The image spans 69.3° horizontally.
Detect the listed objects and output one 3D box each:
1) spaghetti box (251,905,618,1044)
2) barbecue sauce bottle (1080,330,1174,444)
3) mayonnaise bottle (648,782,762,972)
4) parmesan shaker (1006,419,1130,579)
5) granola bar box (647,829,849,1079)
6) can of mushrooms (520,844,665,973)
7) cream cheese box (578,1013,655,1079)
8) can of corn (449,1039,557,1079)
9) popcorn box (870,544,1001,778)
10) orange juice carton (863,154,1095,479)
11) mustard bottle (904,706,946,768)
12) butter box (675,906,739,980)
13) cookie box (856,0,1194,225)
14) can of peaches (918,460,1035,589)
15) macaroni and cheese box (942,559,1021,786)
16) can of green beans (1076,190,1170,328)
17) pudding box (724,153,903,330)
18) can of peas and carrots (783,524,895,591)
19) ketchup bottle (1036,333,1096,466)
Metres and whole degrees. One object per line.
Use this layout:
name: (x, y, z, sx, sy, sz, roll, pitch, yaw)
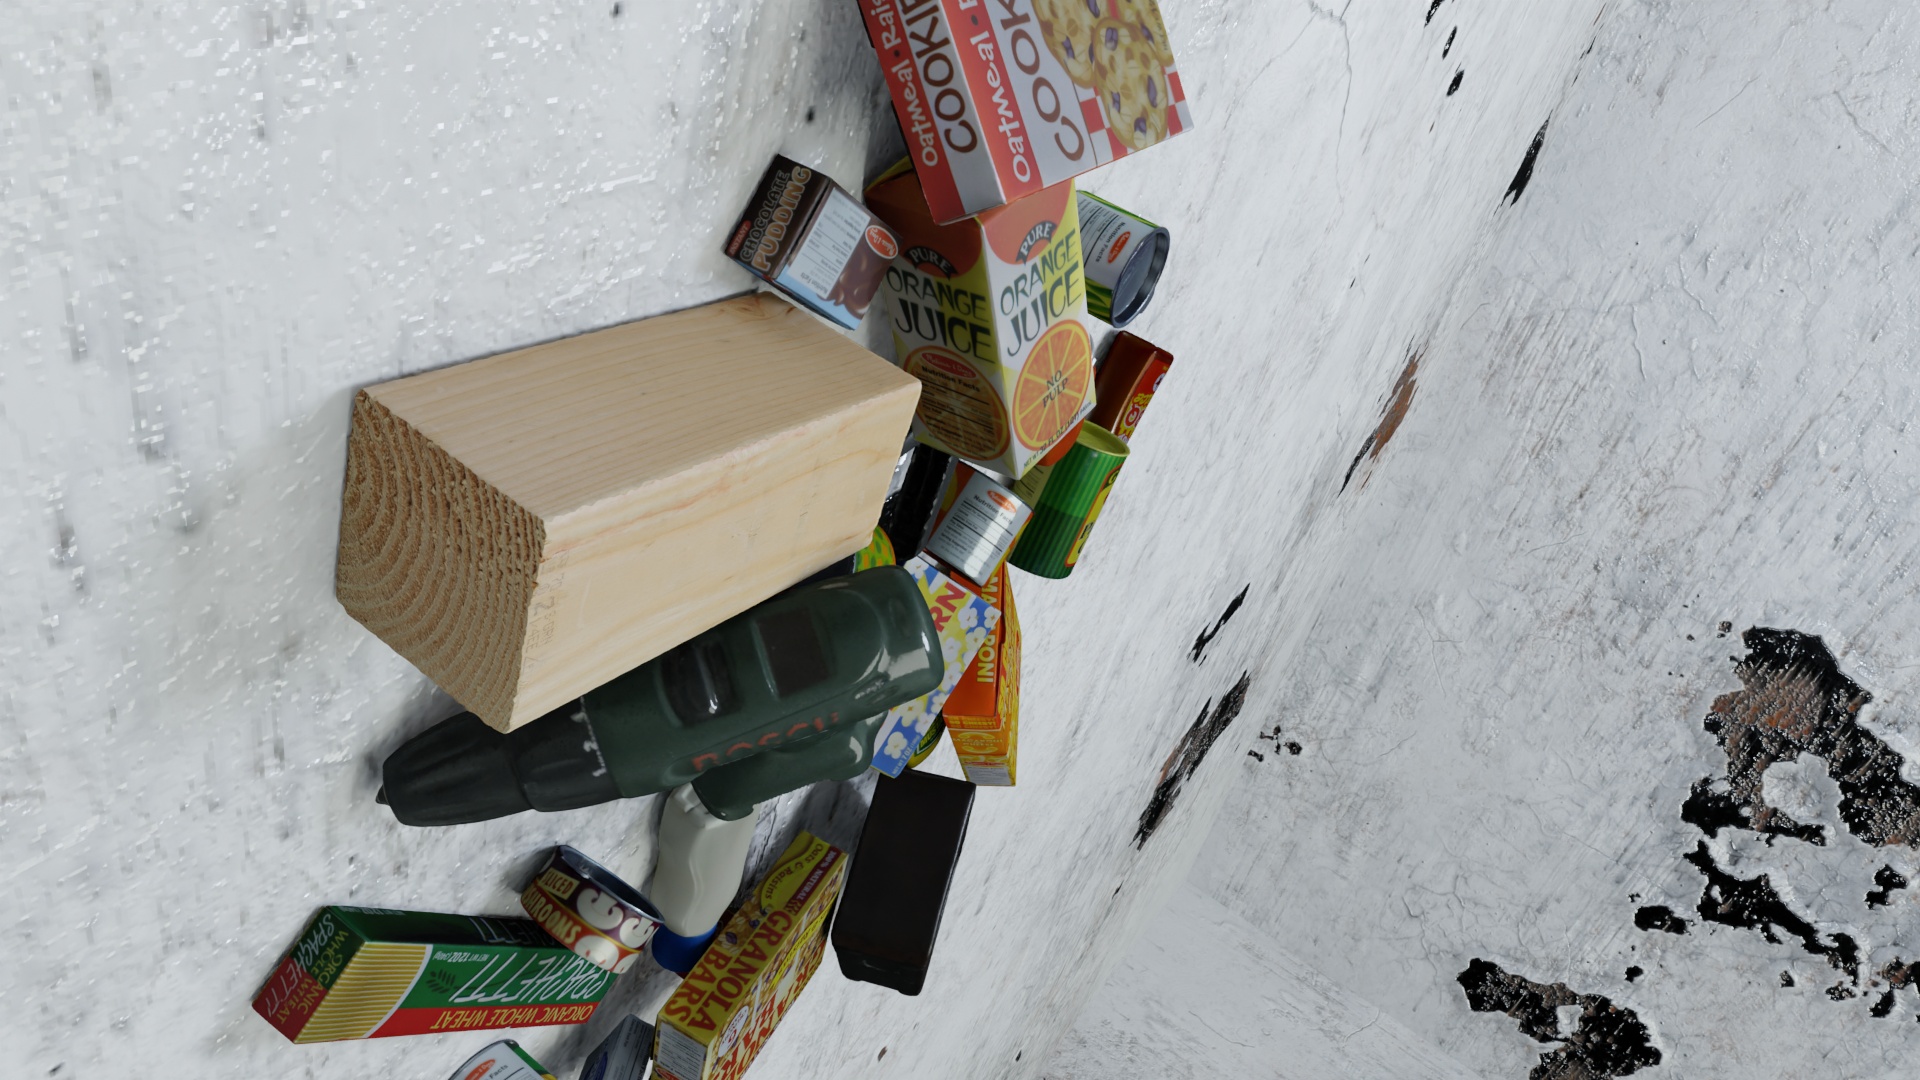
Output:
spaghetti box: (-0.234, 0.209, 0.673, 0.050, 0.029, 0.249, -55, 159, -7)
barbecue sauce bottle: (0.105, -0.081, 1.032, 0.148, 0.044, 0.065, -63, 163, 11)
mayonnaise bottle: (-0.155, 0.197, 0.823, 0.065, 0.041, 0.147, -33, 149, -50)
parmesan shaker: (0.069, -0.033, 0.989, 0.071, 0.071, 0.102, -17, 135, -61)
granola bar box: (-0.136, 0.284, 0.885, 0.166, 0.039, 0.123, -49, 159, -50)
can of mushrooms: (-0.186, 0.184, 0.697, 0.033, 0.071, 0.071, -53, 159, -11)
cream cheese box: (-0.214, 0.338, 0.823, 0.053, 0.024, 0.104, -50, -164, 25)
can of corn: (-0.246, 0.318, 0.755, 0.071, 0.058, 0.070, -47, 157, -28)
popcorn box: (-0.044, 0.073, 0.856, 0.085, 0.038, 0.127, 35, 85, -35)
orange juice carton: (0.010, -0.130, 0.672, 0.072, 0.073, 0.191, -45, 142, -31)
mustard bottle: (-0.038, 0.098, 0.943, 0.065, 0.049, 0.159, -54, 160, -28)
butter box: (-0.157, 0.284, 0.962, 0.053, 0.024, 0.103, -56, 160, -10)
cookie box: (0.029, -0.213, 0.585, 0.168, 0.040, 0.122, -35, 110, -47)
can of peaches: (0.003, -0.011, 0.865, 0.058, 0.071, 0.071, -57, 160, -5)
macaroni and cheese box: (0.019, 0.094, 0.998, 0.165, 0.040, 0.124, 77, 15, -63)
can of green beans: (0.085, -0.170, 0.840, 0.071, 0.058, 0.071, -48, 157, -28)
pudding box: (-0.061, -0.127, 0.602, 0.049, 0.030, 0.083, -61, 160, 4)
can of peas and carrots: (-0.074, 0.010, 0.717, 0.071, 0.071, 0.058, -60, 160, 3)
ketchup bottle: (0.059, -0.094, 0.861, 0.065, 0.043, 0.148, -64, 175, -11)
